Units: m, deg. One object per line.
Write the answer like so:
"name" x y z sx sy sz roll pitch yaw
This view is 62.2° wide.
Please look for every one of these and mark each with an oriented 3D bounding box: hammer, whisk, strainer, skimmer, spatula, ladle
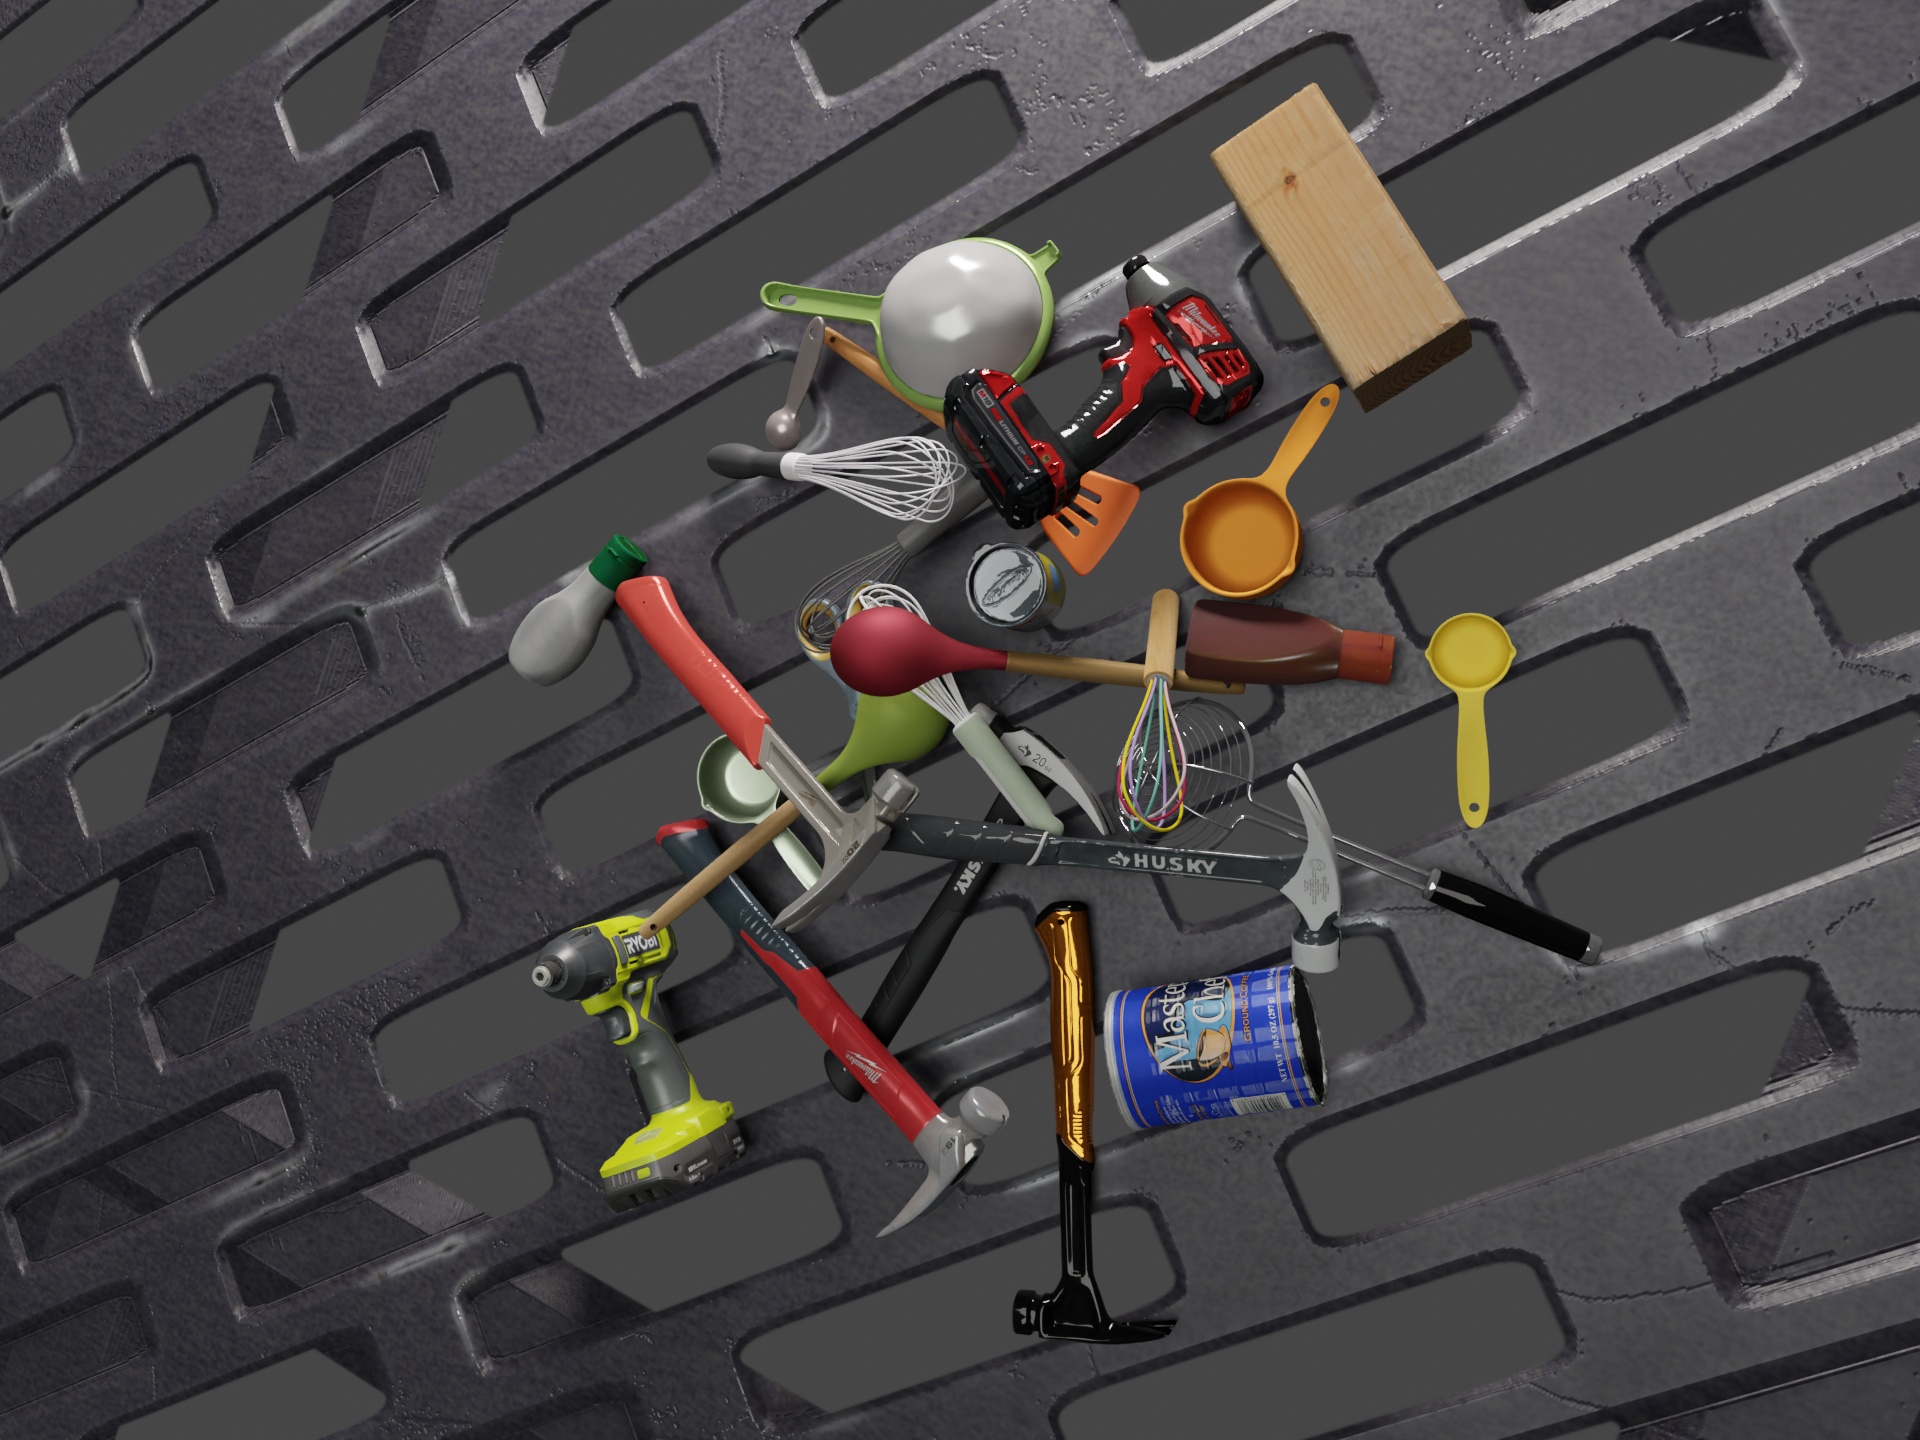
"hammer" -0.131 0.229 1.284 0.387 0.038 0.143 44 107 24
"hammer" 0.096 0.308 1.229 0.127 0.034 0.337 -3 87 21
"hammer" 0.075 0.092 1.176 0.409 0.036 0.149 4 113 22
"hammer" -0.009 0.163 1.271 0.146 0.035 0.334 34 100 18
"whisk" 0.143 -0.010 1.145 0.047 0.245 0.051 10 134 2
"strainer" -0.054 -0.336 1.271 0.256 0.069 0.151 13 81 19
"whisk" -0.040 -0.137 1.260 0.239 0.055 0.055 -40 76 16
"skimmer" 0.285 0.094 1.171 0.363 0.090 0.127 23 91 9
"spatula" 0.004 -0.232 1.276 0.323 0.041 0.081 37 101 18
"whisk" -0.002 -0.004 1.224 0.059 0.058 0.246 -38 84 -2
"ladle" 0.060 -0.040 1.196 0.315 0.031 0.069 6 83 -5
"hammer" -0.185 0.004 1.282 0.149 0.036 0.359 -48 57 5
"whisk" -0.110 -0.201 1.274 0.285 0.070 0.070 12 93 40
"ladle" -0.139 0.071 1.288 0.320 0.062 0.078 -40 102 9

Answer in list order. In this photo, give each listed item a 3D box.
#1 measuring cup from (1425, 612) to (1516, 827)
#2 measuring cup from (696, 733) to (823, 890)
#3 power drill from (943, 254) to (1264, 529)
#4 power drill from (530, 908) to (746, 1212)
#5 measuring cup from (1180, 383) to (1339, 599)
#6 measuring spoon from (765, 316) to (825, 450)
"measuring cup" 0.370 -0.001 1.150 0.062 0.029 0.156 -1 100 20
"measuring cup" -0.152 0.082 1.327 0.083 0.038 0.167 -39 83 13
"power drill" 0.102 -0.252 1.193 0.219 0.078 0.143 -31 79 -8
"power drill" -0.267 0.272 1.291 0.080 0.171 0.223 -23 84 18
"measuring cup" 0.234 -0.169 1.186 0.095 0.052 0.173 34 98 18
"measuring spoon" -0.137 -0.277 1.313 0.034 0.018 0.124 38 127 19
